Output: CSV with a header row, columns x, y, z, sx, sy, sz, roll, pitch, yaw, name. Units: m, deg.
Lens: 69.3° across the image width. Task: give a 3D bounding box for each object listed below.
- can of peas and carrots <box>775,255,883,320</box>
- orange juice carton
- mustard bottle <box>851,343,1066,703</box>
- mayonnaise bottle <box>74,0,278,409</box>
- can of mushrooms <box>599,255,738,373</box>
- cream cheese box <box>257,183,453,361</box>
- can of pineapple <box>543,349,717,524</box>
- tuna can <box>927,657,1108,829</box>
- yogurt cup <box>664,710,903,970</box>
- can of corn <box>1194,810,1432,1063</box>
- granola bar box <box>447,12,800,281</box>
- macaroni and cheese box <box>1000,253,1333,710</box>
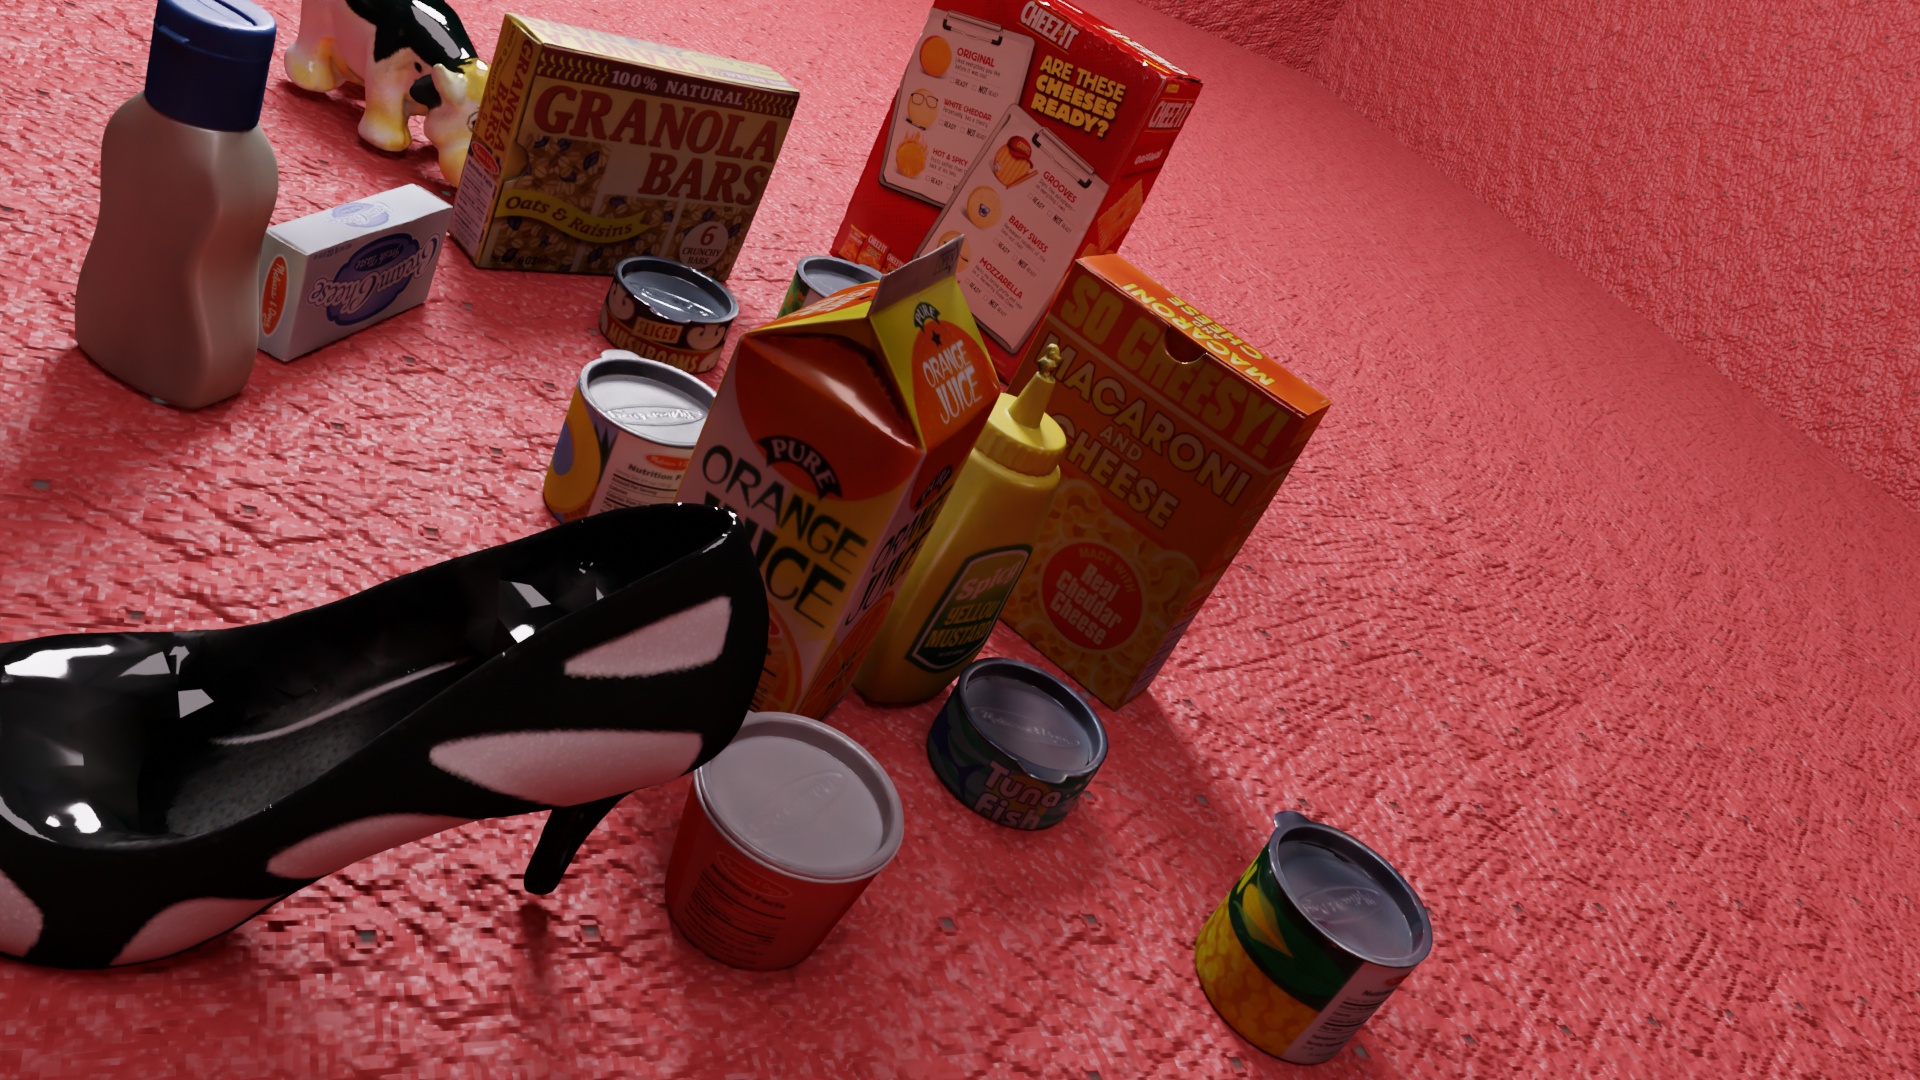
x,y,z,sx,sy,sz,roll,pitch,yaw,name
-0.069,-0.117,0.771,0.071,0.058,0.071,21,29,-12,can of peas and carrots
-0.050,-0.016,0.481,0.073,0.191,0.072,32,28,8,orange juice carton
0.002,-0.007,0.545,0.065,0.159,0.049,-8,44,-48,mustard bottle
-0.280,-0.123,0.504,0.065,0.147,0.041,30,28,4,mayonnaise bottle
-0.153,-0.117,0.725,0.071,0.033,0.071,21,29,-12,can of mushrooms
-0.267,-0.119,0.608,0.024,0.053,0.104,29,28,1,cream cheese box
-0.135,-0.037,0.582,0.071,0.057,0.071,21,29,-12,can of pineapple
0.023,0.082,0.551,0.071,0.032,0.071,21,29,-12,tuna can
-0.058,0.096,0.435,0.072,0.053,0.073,21,29,-12,yogurt cup
0.126,0.145,0.510,0.071,0.058,0.071,21,29,-12,can of corn
-0.179,-0.205,0.752,0.166,0.123,0.039,-8,44,-48,granola bar box
0.069,-0.025,0.627,0.124,0.165,0.040,38,30,19,macaroni and cheese box
